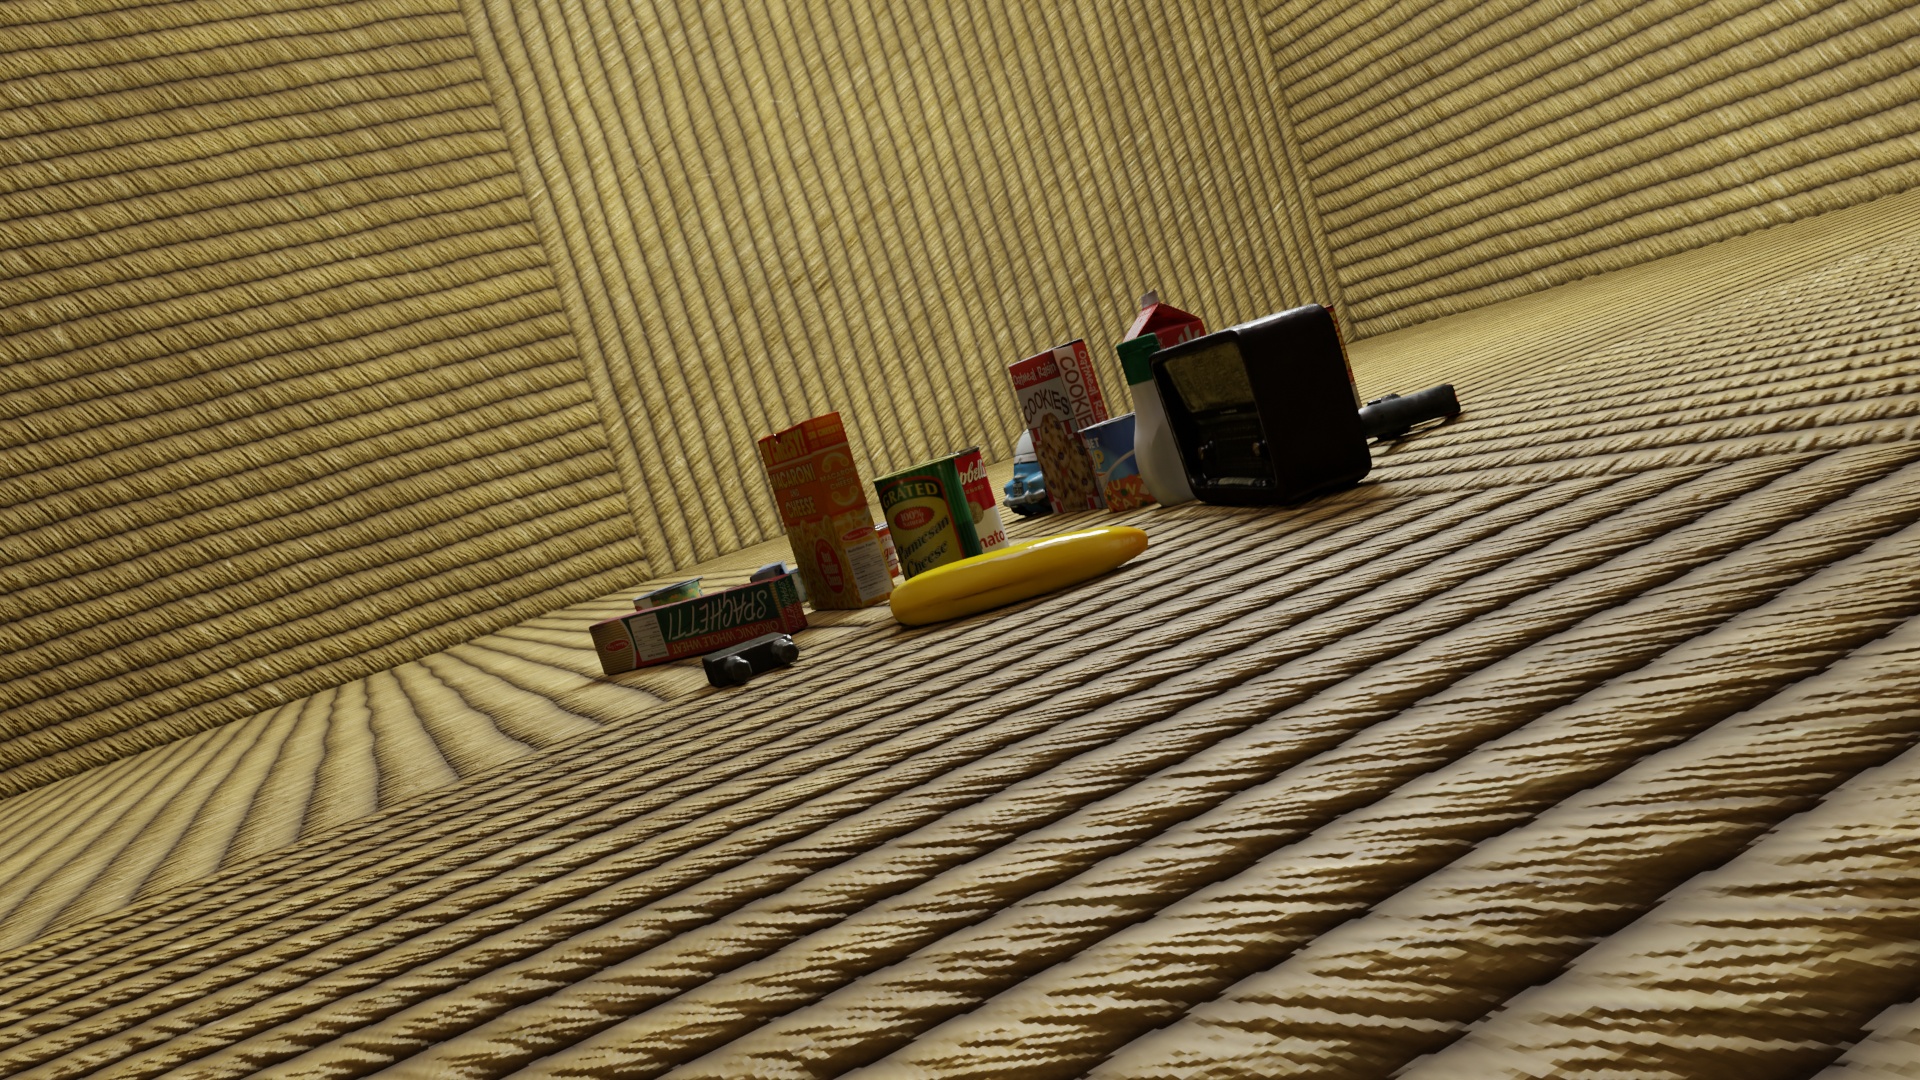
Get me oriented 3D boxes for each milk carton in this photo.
[{"bbox_3d":[0.216,-0.158,1.398,0.073,0.190,0.072,-18,4,-5],"label":"milk carton"}]

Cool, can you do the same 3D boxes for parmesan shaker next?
[{"bbox_3d":[-0.019,-0.009,1.084,0.071,0.103,0.071,-18,4,2],"label":"parmesan shaker"}]

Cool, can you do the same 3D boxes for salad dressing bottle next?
[{"bbox_3d":[0.174,-0.105,1.206,0.064,0.147,0.044,-19,4,-18],"label":"salad dressing bottle"}]

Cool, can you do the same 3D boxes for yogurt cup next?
[{"bbox_3d":[-0.094,0.016,1.362,0.072,0.054,0.072,-18,5,2],"label":"yogurt cup"}]

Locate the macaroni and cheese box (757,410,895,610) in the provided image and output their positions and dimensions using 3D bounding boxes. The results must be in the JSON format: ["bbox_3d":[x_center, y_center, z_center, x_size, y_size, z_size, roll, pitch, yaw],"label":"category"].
[{"bbox_3d":[-0.120,-0.022,1.227,0.040,0.166,0.123,-20,5,-26],"label":"macaroni and cheese box"}]

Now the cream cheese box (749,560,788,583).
[{"bbox_3d":[-0.166,0.050,1.249,0.024,0.053,0.104,-18,5,-1],"label":"cream cheese box"}]

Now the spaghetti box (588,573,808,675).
[{"bbox_3d":[-0.235,0.076,1.221,0.249,0.050,0.029,-14,6,37],"label":"spaghetti box"}]

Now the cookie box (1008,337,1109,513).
[{"bbox_3d":[0.112,-0.115,1.430,0.040,0.167,0.123,-19,5,-19],"label":"cookie box"}]

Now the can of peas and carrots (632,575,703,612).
[{"bbox_3d":[-0.275,0.073,1.348,0.071,0.058,0.071,-18,5,2],"label":"can of peas and carrots"}]

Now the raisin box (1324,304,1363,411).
[{"bbox_3d":[0.355,-0.169,1.421,0.040,0.123,0.086,-21,6,-40],"label":"raisin box"}]

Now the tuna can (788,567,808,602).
[{"bbox_3d":[-0.149,0.040,1.424,0.071,0.033,0.071,-18,5,2],"label":"tuna can"}]

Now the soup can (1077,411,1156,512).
[{"bbox_3d":[0.156,-0.074,1.303,0.071,0.083,0.071,-18,4,2],"label":"soup can"}]
